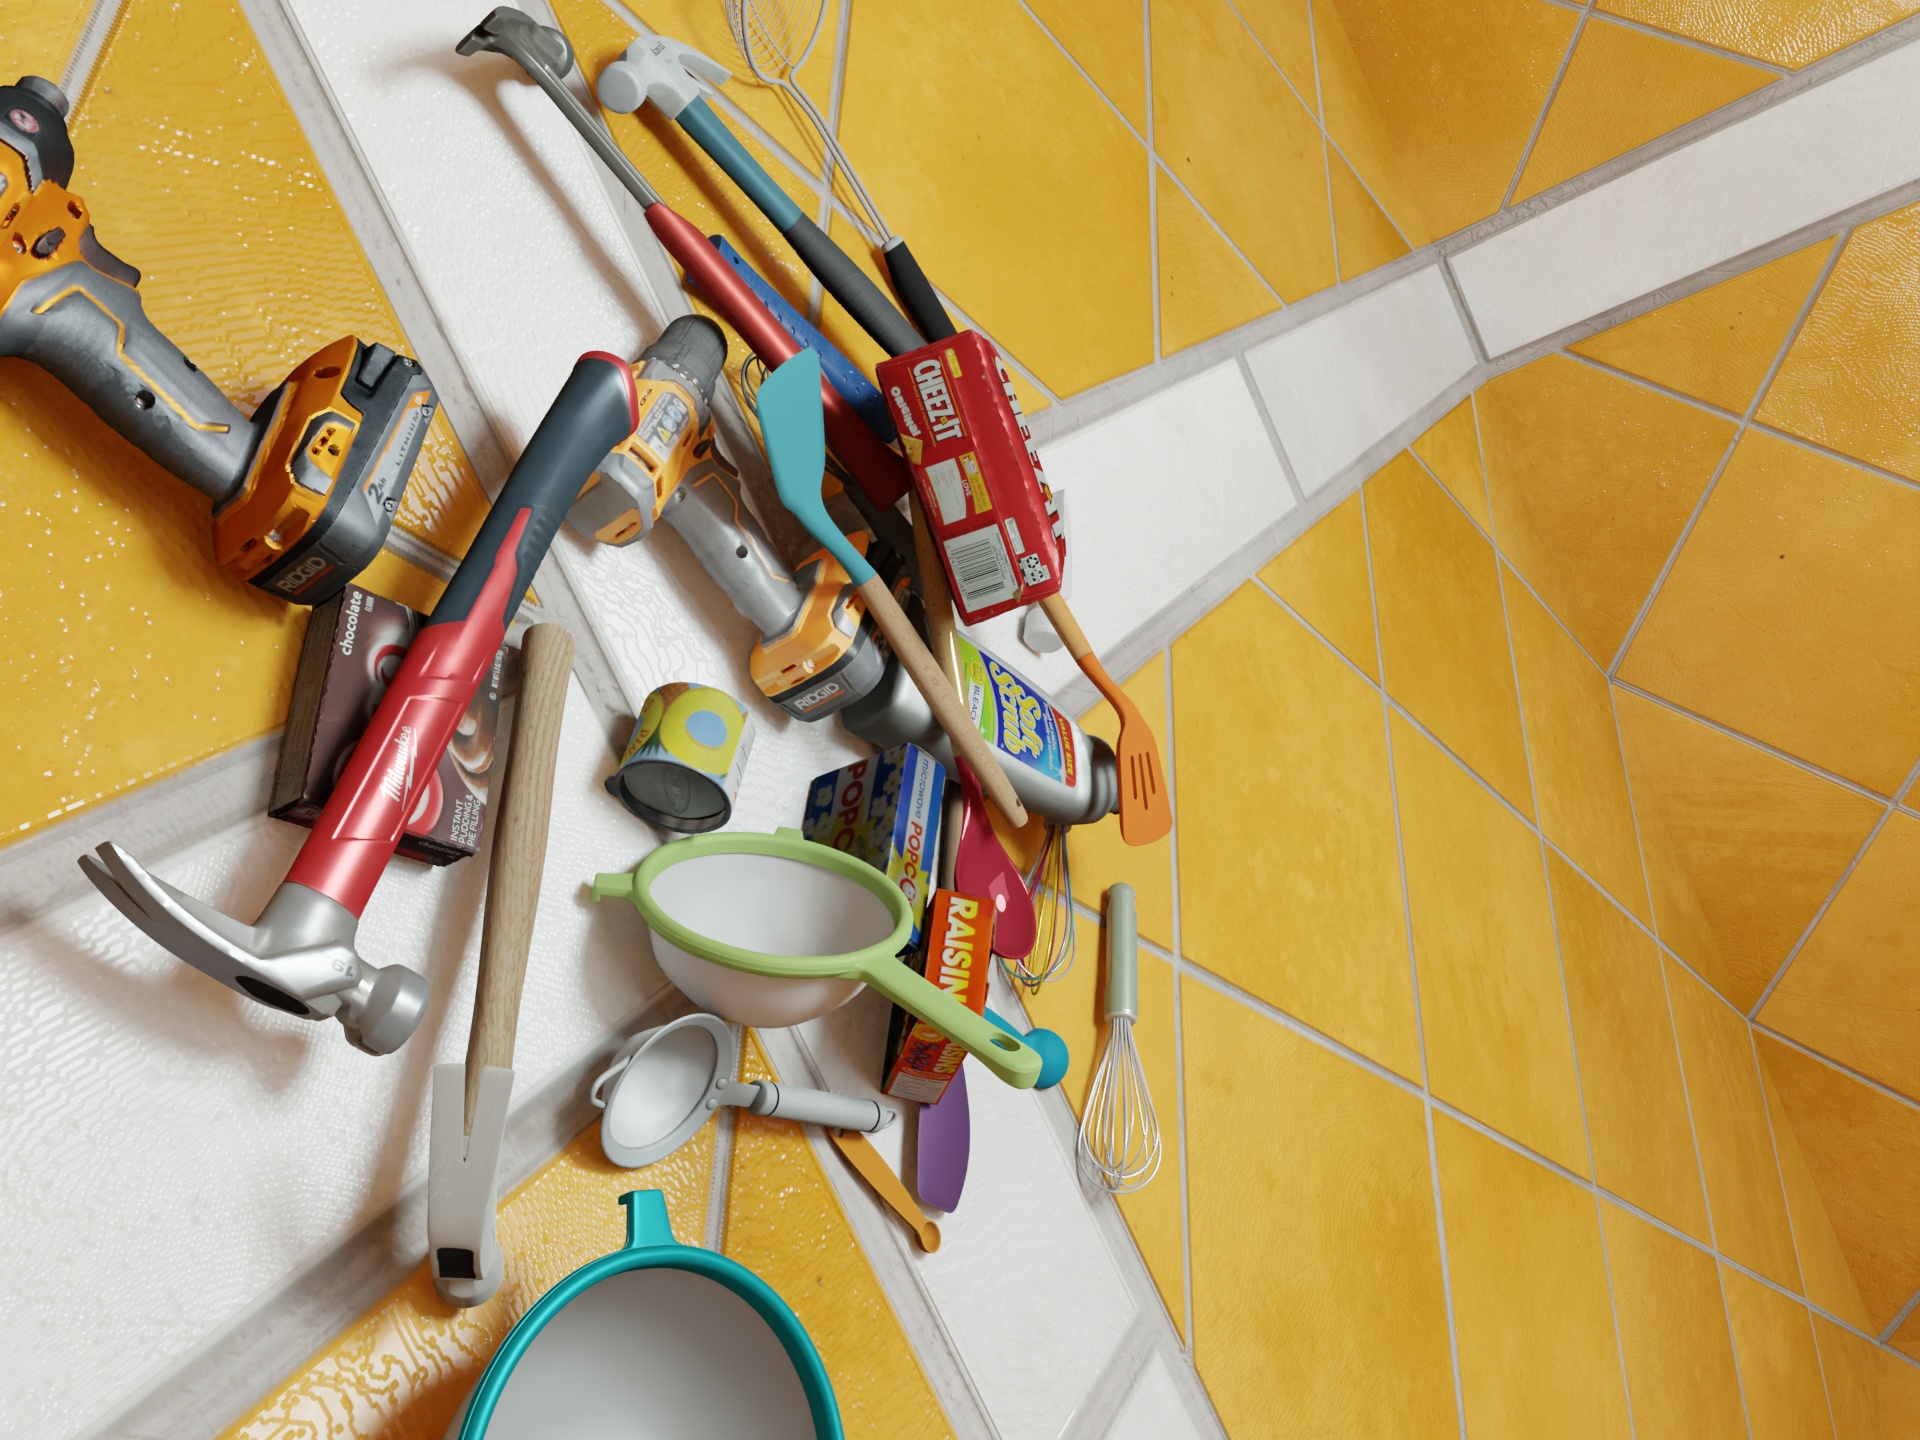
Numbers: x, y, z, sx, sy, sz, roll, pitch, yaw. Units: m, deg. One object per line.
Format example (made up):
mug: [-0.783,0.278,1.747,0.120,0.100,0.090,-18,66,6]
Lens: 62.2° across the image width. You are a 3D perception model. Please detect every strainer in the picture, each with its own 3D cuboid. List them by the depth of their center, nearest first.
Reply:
strainer: [-0.178,0.376,0.643,0.211,0.095,0.340,55,39,-16]
strainer: [-0.065,0.141,0.829,0.151,0.257,0.069,-12,122,-50]
strainer: [-0.115,0.203,0.857,0.258,0.050,0.087,27,90,-50]

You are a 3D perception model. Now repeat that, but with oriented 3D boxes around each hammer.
hammer: [-0.244,-0.049,0.739,0.143,0.038,0.387,41,46,-31]
hammer: [-0.212,0.090,0.747,0.031,0.130,0.332,6,54,-11]
hammer: [-0.152,-0.271,0.961,0.359,0.036,0.149,49,13,-16]
hammer: [-0.107,-0.333,1.101,0.330,0.033,0.128,44,31,-23]
hammer: [-0.042,-0.211,1.170,0.405,0.035,0.144,38,46,-38]

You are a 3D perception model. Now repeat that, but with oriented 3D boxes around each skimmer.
skimmer: [-0.063,-0.424,1.196,0.363,0.090,0.127,58,41,-19]

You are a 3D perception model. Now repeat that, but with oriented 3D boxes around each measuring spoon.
measuring spoon: [-0.049,0.275,0.945,0.116,0.011,0.021,54,34,-17]
measuring spoon: [0.042,0.213,1.071,0.128,0.021,0.042,42,43,-47]

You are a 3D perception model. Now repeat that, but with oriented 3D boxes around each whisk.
whisk: [-0.073,-0.163,1.099,0.238,0.055,0.055,52,38,-32]
whisk: [0.117,0.227,1.168,0.057,0.059,0.247,87,6,-53]
whisk: [0.067,0.097,1.170,0.245,0.051,0.047,-79,156,-43]

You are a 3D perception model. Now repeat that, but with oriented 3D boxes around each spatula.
spatula: [-0.035,-0.065,0.947,0.317,0.044,0.082,58,32,-17]
spatula: [-0.006,0.162,1.048,0.059,0.018,0.316,40,43,-46]
spatula: [0.071,-0.061,1.149,0.081,0.041,0.323,-10,67,-58]

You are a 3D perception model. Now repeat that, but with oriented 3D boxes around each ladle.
ladle: [-0.002,-0.003,1.012,0.069,0.031,0.315,-1,79,-53]

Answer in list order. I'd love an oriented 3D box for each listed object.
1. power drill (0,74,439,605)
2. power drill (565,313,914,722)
power drill: [-0.349,-0.169,0.691,0.226,0.084,0.164,34,47,-35]
power drill: [-0.131,-0.131,0.975,0.226,0.084,0.185,44,40,-26]
